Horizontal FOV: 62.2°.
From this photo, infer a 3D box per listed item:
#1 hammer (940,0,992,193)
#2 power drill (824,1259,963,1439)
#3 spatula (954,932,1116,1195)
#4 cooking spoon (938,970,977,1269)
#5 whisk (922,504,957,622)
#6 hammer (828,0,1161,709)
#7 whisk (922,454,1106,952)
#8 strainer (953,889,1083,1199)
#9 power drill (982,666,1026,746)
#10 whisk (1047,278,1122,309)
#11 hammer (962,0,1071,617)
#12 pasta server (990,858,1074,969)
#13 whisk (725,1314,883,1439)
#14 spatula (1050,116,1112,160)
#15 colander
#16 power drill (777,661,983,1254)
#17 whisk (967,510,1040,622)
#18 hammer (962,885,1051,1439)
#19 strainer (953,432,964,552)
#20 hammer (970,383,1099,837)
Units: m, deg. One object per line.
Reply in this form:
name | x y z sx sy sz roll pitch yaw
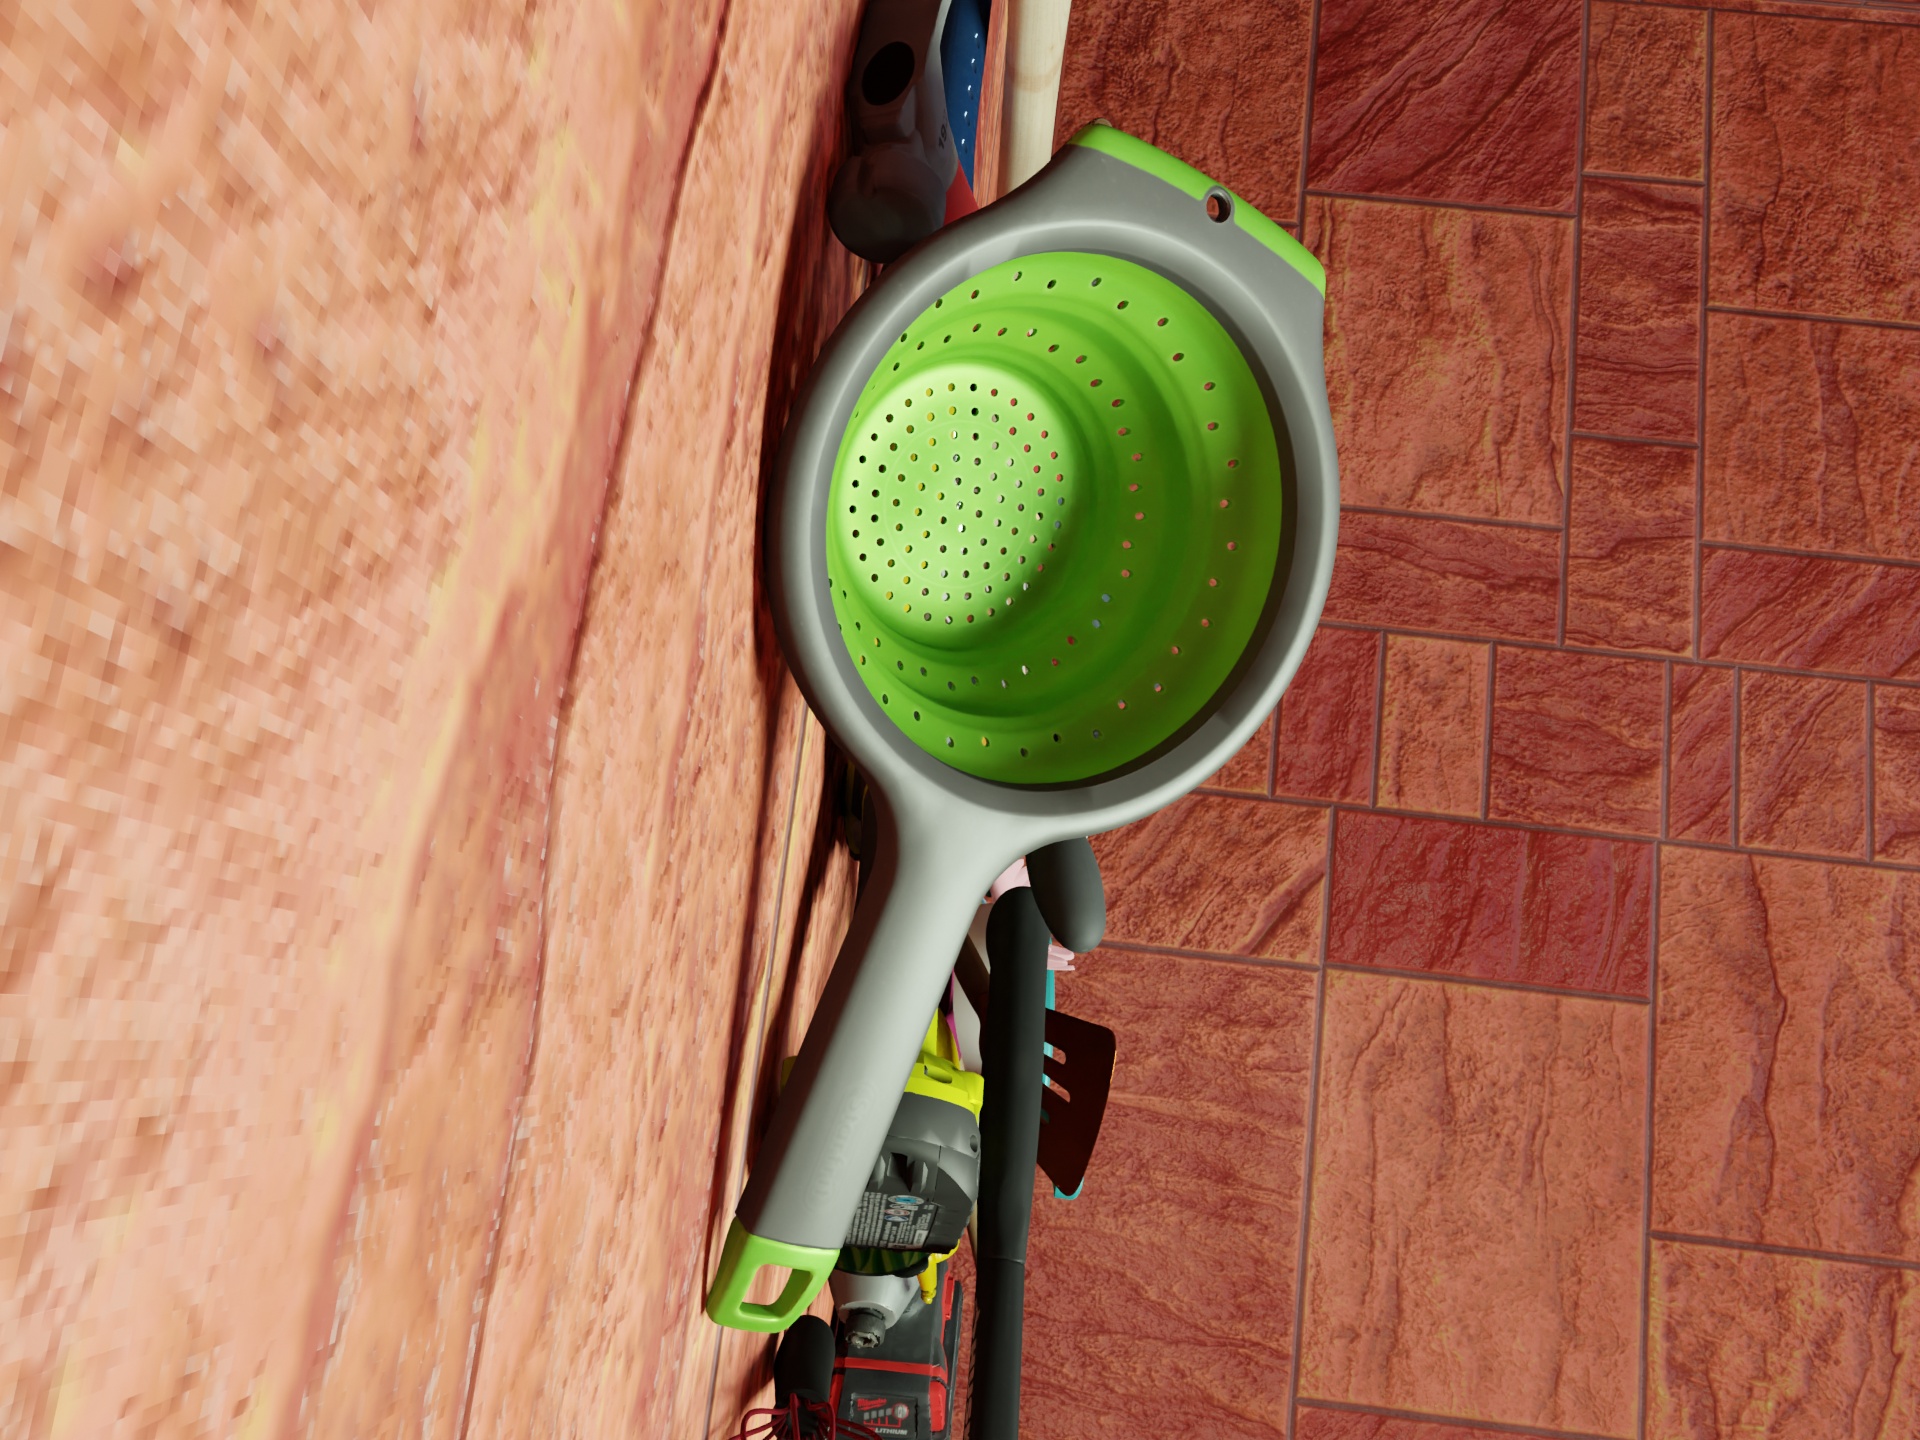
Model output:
hammer | 0.012 -0.425 0.743 0.144 0.035 0.406 85 11 -77
power drill | -0.042 0.331 0.920 0.143 0.078 0.219 -82 174 -48
spatula | 0.019 0.149 0.864 0.323 0.041 0.081 -133 -124 -77
cooking spoon | -0.002 0.204 0.857 0.069 0.017 0.318 19 -55 53
whisk | -0.013 -0.037 1.004 0.059 0.058 0.246 43 -38 47
hammer | 0.037 -0.131 0.693 0.385 0.038 0.143 59 33 -53
whisk | 0.022 -0.020 0.733 0.070 0.070 0.285 92 -14 -54
strainer | 0.001 0.218 0.981 0.340 0.095 0.211 -144 -118 -81
power drill | 0.015 -0.045 1.232 0.226 0.084 0.185 48 47 -80
whisk | 0.066 -0.218 0.795 0.239 0.055 0.055 -102 -163 -77
hammer | 0.028 -0.236 0.805 0.410 0.038 0.146 95 1 -48
pasta server | 0.020 0.060 0.843 0.316 0.040 0.060 69 13 -58
whisk | -0.061 0.270 0.601 0.296 0.073 0.073 122 -26 -81
spatula | 0.033 -0.280 0.916 0.317 0.044 0.082 177 -76 -74
colander | -0.011 0.007 0.541 0.095 0.204 0.397 25 -87 61
power drill | -0.029 0.100 0.672 0.171 0.080 0.223 100 -5 -59
whisk | 0.000 -0.002 0.849 0.051 0.047 0.245 -35 144 -79
hammer | 0.018 0.206 0.644 0.146 0.035 0.335 106 -7 -46
strainer | -0.004 -0.101 1.051 0.087 0.050 0.258 -78 167 -66
hammer | 0.039 -0.100 1.024 0.149 0.036 0.409 104 -20 -53
